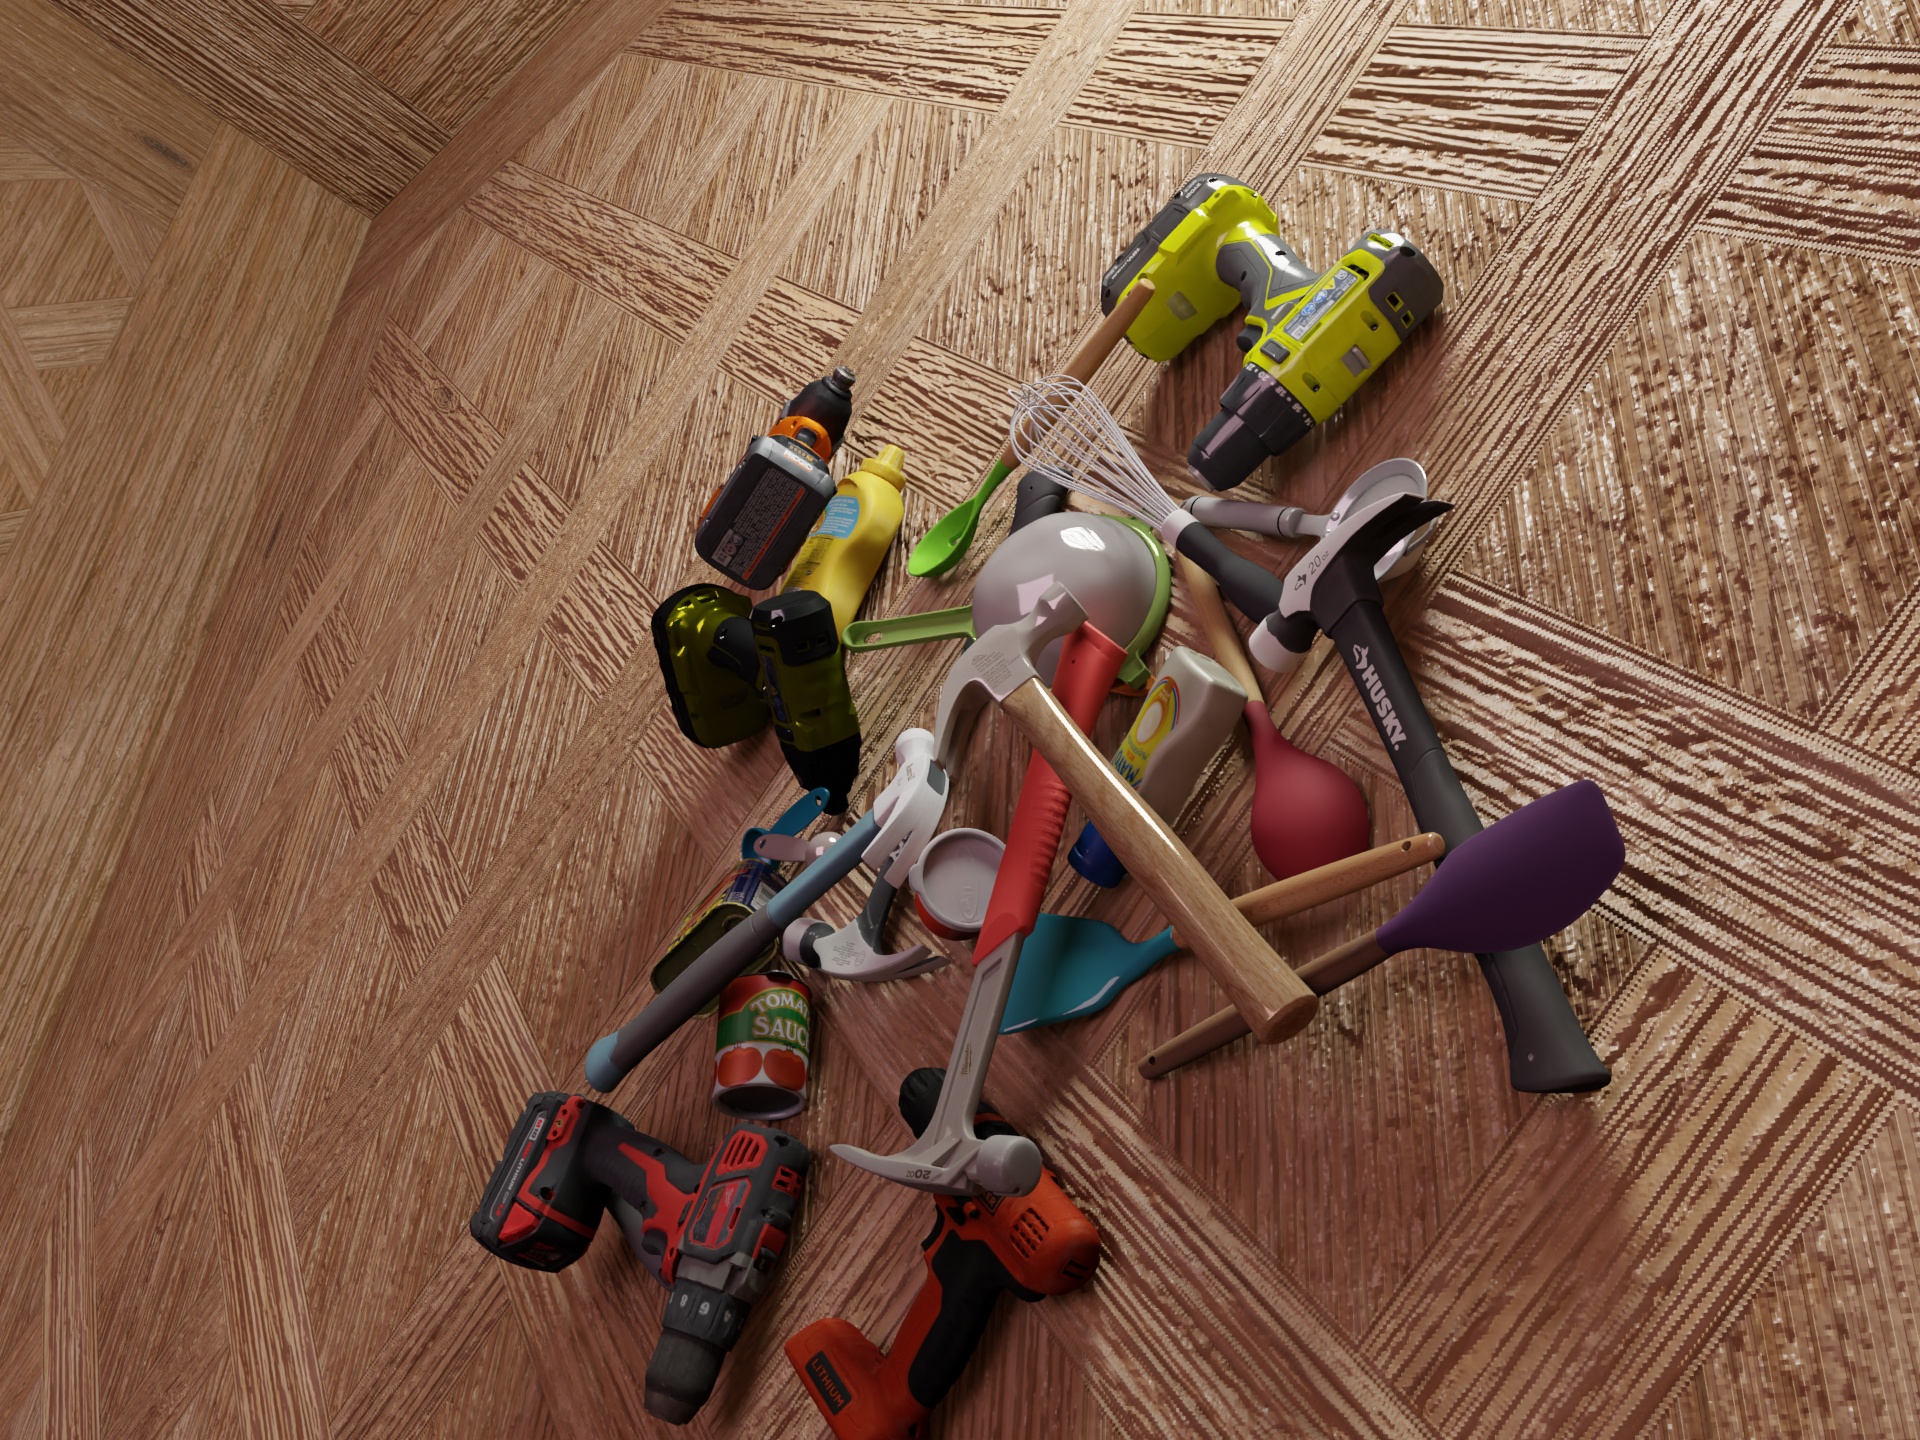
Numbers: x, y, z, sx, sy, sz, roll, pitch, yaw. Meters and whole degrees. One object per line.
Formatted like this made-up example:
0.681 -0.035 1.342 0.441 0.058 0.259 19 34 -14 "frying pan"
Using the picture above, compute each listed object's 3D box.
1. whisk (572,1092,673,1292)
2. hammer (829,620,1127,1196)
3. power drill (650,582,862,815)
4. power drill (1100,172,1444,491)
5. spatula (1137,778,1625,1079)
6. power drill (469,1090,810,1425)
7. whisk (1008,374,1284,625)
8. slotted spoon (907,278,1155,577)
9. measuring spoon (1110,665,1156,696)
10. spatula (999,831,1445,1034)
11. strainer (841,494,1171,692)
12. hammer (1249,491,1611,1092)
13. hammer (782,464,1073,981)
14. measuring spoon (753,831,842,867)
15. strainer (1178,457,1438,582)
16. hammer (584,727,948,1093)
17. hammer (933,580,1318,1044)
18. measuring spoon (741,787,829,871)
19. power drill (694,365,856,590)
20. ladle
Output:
-0.252 0.348 1.176 0.239 0.055 0.055 30 88 49 "whisk"
0.029 0.102 0.953 0.149 0.036 0.359 -9 56 47 "hammer"
-0.156 -0.023 1.259 0.080 0.171 0.223 -22 22 -28 "power drill"
0.189 -0.266 1.074 0.190 0.080 0.229 -46 40 9 "power drill"
0.193 0.122 0.790 0.316 0.018 0.060 -40 50 42 "spatula"
-0.221 0.352 1.070 0.227 0.080 0.188 3 59 33 "power drill"
0.124 -0.142 1.039 0.070 0.070 0.285 -50 56 11 "whisk"
0.049 -0.206 1.173 0.313 0.031 0.070 -48 21 42 "slotted spoon"
0.093 -0.029 1.078 0.117 0.011 0.021 16 66 49 "measuring spoon"
0.131 0.110 0.877 0.317 0.044 0.082 -31 39 48 "spatula"
0.016 -0.086 1.104 0.256 0.069 0.152 -7 58 28 "strainer"
0.242 0.033 0.800 0.146 0.035 0.335 -56 36 42 "hammer"
-0.002 -0.004 1.146 0.149 0.036 0.409 5 68 49 "hammer"
-0.127 0.093 1.177 0.124 0.018 0.034 1 63 55 "measuring spoon"
0.213 -0.122 0.979 0.259 0.050 0.087 22 88 59 "strainer"
-0.135 0.141 1.087 0.331 0.033 0.128 -42 21 12 "hammer"
0.086 0.053 0.887 0.130 0.031 0.332 -39 47 3 "hammer"
-0.128 0.083 1.221 0.128 0.021 0.042 -40 65 42 "measuring spoon"
-0.149 -0.218 1.374 0.164 0.084 0.227 -53 13 22 "power drill"
0.173 -0.024 0.968 0.069 0.031 0.316 -37 39 22 "ladle"
